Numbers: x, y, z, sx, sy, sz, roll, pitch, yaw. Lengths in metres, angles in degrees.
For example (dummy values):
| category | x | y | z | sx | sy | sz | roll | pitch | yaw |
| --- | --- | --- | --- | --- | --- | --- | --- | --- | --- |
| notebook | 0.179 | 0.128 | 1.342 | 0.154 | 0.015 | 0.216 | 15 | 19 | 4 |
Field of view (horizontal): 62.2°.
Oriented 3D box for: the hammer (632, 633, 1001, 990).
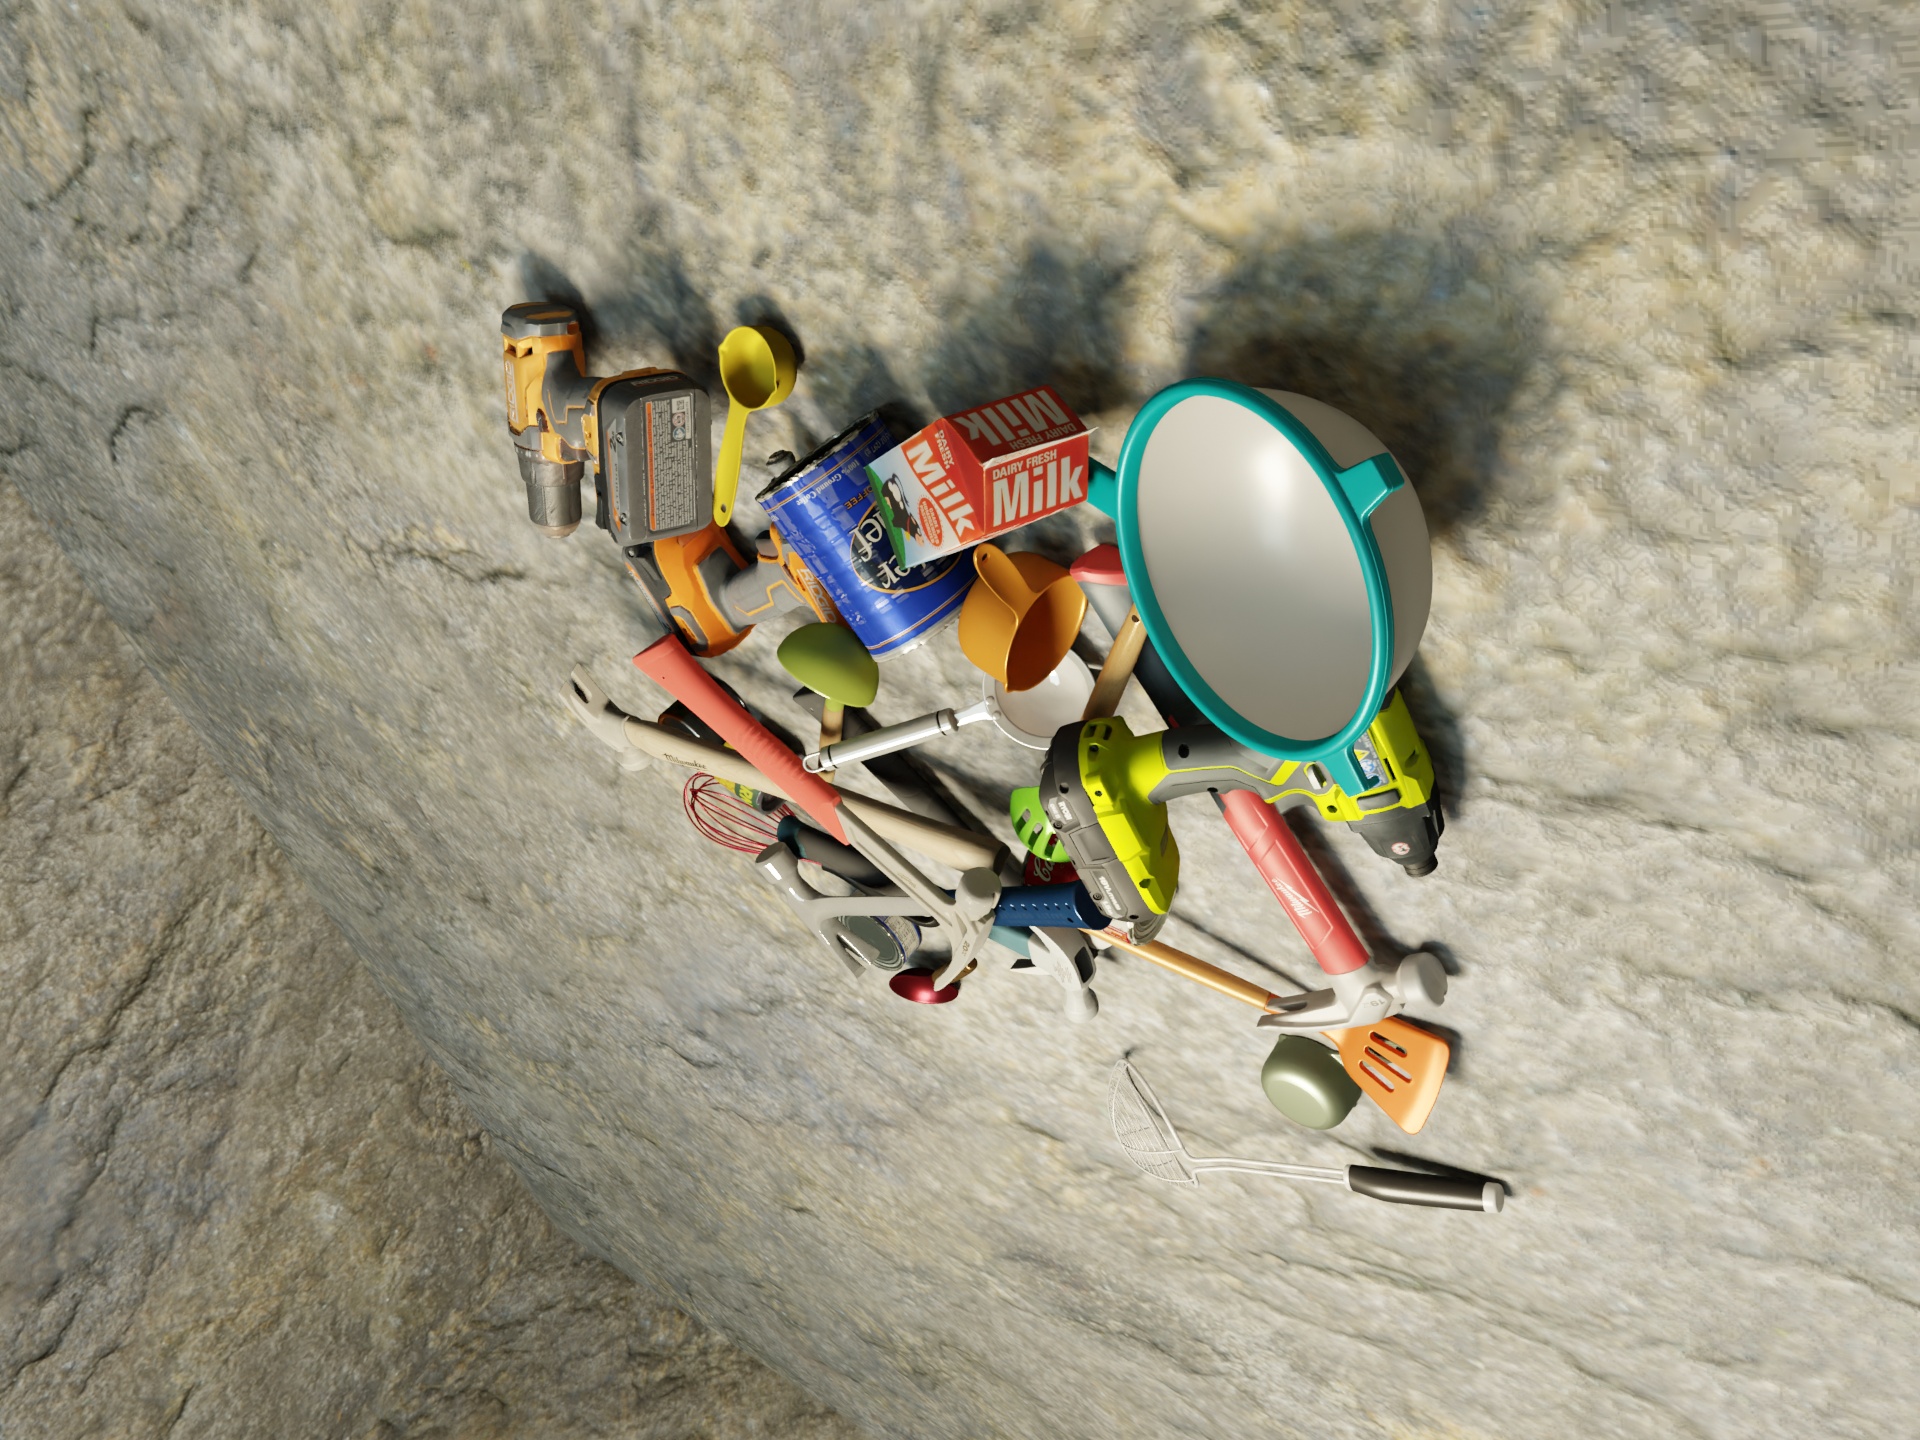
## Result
| category | x | y | z | sx | sy | sz | roll | pitch | yaw |
| --- | --- | --- | --- | --- | --- | --- | --- | --- | --- |
| hammer | -0.120 | 0.059 | 1.245 | 0.359 | 0.037 | 0.149 | 40 | 145 | 14 |

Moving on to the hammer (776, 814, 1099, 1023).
| category | x | y | z | sx | sy | sz | roll | pitch | yaw |
| --- | --- | --- | --- | --- | --- | --- | --- | --- | --- |
| hammer | -0.028 | 0.153 | 1.371 | 0.331 | 0.033 | 0.128 | 20 | 140 | 32 |

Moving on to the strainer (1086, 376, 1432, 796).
| category | x | y | z | sx | sy | sz | roll | pitch | yaw |
| --- | --- | --- | --- | --- | --- | --- | --- | --- | --- |
| strainer | 0.147 | -0.120 | 0.895 | 0.341 | 0.095 | 0.210 | 41 | 146 | 46 |

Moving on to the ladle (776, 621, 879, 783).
| category | x | y | z | sx | sy | sz | roll | pitch | yaw |
| --- | --- | --- | --- | --- | --- | --- | --- | --- | --- |
| ladle | -0.107 | 0.006 | 1.243 | 0.078 | 0.062 | 0.320 | 32 | 159 | 6 |

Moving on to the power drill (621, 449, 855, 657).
| category | x | y | z | sx | sy | sz | roll | pitch | yaw |
| --- | --- | --- | --- | --- | --- | --- | --- | --- | --- |
| power drill | -0.156 | -0.125 | 1.222 | 0.226 | 0.084 | 0.164 | 0 | 128 | 42 |

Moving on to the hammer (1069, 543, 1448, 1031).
| category | x | y | z | sx | sy | sz | roll | pitch | yaw |
| --- | --- | --- | --- | --- | --- | --- | --- | --- | --- |
| hammer | 0.175 | 0.054 | 1.073 | 0.143 | 0.038 | 0.386 | -21 | 110 | 41 |

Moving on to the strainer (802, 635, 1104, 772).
| category | x | y | z | sx | sy | sz | roll | pitch | yaw |
| --- | --- | --- | --- | --- | --- | --- | --- | --- | --- |
| strainer | -0.002 | -0.004 | 1.147 | 0.258 | 0.050 | 0.086 | -17 | 106 | 20 |

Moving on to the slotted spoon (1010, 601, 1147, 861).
| category | x | y | z | sx | sy | sz | roll | pitch | yaw |
| --- | --- | --- | --- | --- | --- | --- | --- | --- | --- |
| slotted spoon | 0.083 | 0.014 | 1.078 | 0.070 | 0.031 | 0.313 | 40 | 147 | 15 |

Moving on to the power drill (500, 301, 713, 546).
| category | x | y | z | sx | sy | sz | roll | pitch | yaw |
| --- | --- | --- | --- | --- | --- | --- | --- | --- | --- |
| power drill | -0.275 | -0.201 | 1.199 | 0.226 | 0.084 | 0.185 | 33 | 130 | 42 |

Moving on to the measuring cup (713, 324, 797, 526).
| category | x | y | z | sx | sy | sz | roll | pitch | yaw |
| --- | --- | --- | --- | --- | --- | --- | --- | --- | --- |
| measuring cup | -0.150 | -0.206 | 1.125 | 0.062 | 0.029 | 0.156 | 39 | 131 | 26 |

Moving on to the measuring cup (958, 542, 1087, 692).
| category | x | y | z | sx | sy | sz | roll | pitch | yaw |
| --- | --- | --- | --- | --- | --- | --- | --- | --- | --- |
| measuring cup | 0.024 | -0.083 | 1.020 | 0.052 | 0.095 | 0.173 | 32 | 174 | 28 |

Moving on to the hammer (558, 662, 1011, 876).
| category | x | y | z | sx | sy | sz | roll | pitch | yaw |
| --- | --- | --- | --- | --- | --- | --- | --- | --- | --- |
| hammer | -0.150 | 0.049 | 1.331 | 0.411 | 0.038 | 0.146 | 18 | 159 | 23 |

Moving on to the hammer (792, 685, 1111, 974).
| category | x | y | z | sx | sy | sz | roll | pitch | yaw |
| --- | --- | --- | --- | --- | --- | --- | --- | --- | --- |
| hammer | -0.015 | 0.088 | 1.348 | 0.335 | 0.035 | 0.146 | 44 | 147 | 0 |

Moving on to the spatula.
| category | x | y | z | sx | sy | sz | roll | pitch | yaw |
| --- | --- | --- | --- | --- | --- | --- | --- | --- | --- |
| spatula | 0.207 | 0.205 | 1.201 | 0.323 | 0.041 | 0.081 | 22 | 112 | 21 |

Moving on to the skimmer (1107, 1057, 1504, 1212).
| category | x | y | z | sx | sy | sz | roll | pitch | yaw |
| --- | --- | --- | --- | --- | --- | --- | --- | --- | --- |
| skimmer | 0.278 | 0.352 | 1.332 | 0.363 | 0.090 | 0.127 | -3 | 123 | 37 |

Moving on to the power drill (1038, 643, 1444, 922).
| category | x | y | z | sx | sy | sz | roll | pitch | yaw |
| --- | --- | --- | --- | --- | --- | --- | --- | --- | --- |
| power drill | 0.177 | 0.046 | 0.989 | 0.223 | 0.080 | 0.171 | -17 | 116 | 27 |

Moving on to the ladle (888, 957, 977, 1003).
| category | x | y | z | sx | sy | sz | roll | pitch | yaw |
| --- | --- | --- | --- | --- | --- | --- | --- | --- | --- |
| ladle | -0.017 | 0.233 | 1.449 | 0.069 | 0.031 | 0.315 | 13 | 165 | -6 |

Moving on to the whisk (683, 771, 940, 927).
| category | x | y | z | sx | sy | sz | roll | pitch | yaw |
| --- | --- | --- | --- | --- | --- | --- | --- | --- | --- |
| whisk | -0.142 | 0.124 | 1.513 | 0.296 | 0.073 | 0.073 | 25 | 144 | 18 |

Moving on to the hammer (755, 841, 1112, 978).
| category | x | y | z | sx | sy | sz | roll | pitch | yaw |
| --- | --- | --- | --- | --- | --- | --- | --- | --- | --- |
| hammer | -0.021 | 0.155 | 1.297 | 0.405 | 0.035 | 0.144 | -9 | 123 | 53 |

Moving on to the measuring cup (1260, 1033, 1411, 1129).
| category | x | y | z | sx | sy | sz | roll | pitch | yaw |
| --- | --- | --- | --- | --- | --- | --- | --- | --- | --- |
| measuring cup | 0.289 | 0.273 | 1.216 | 0.083 | 0.038 | 0.167 | 44 | 150 | 0 |
